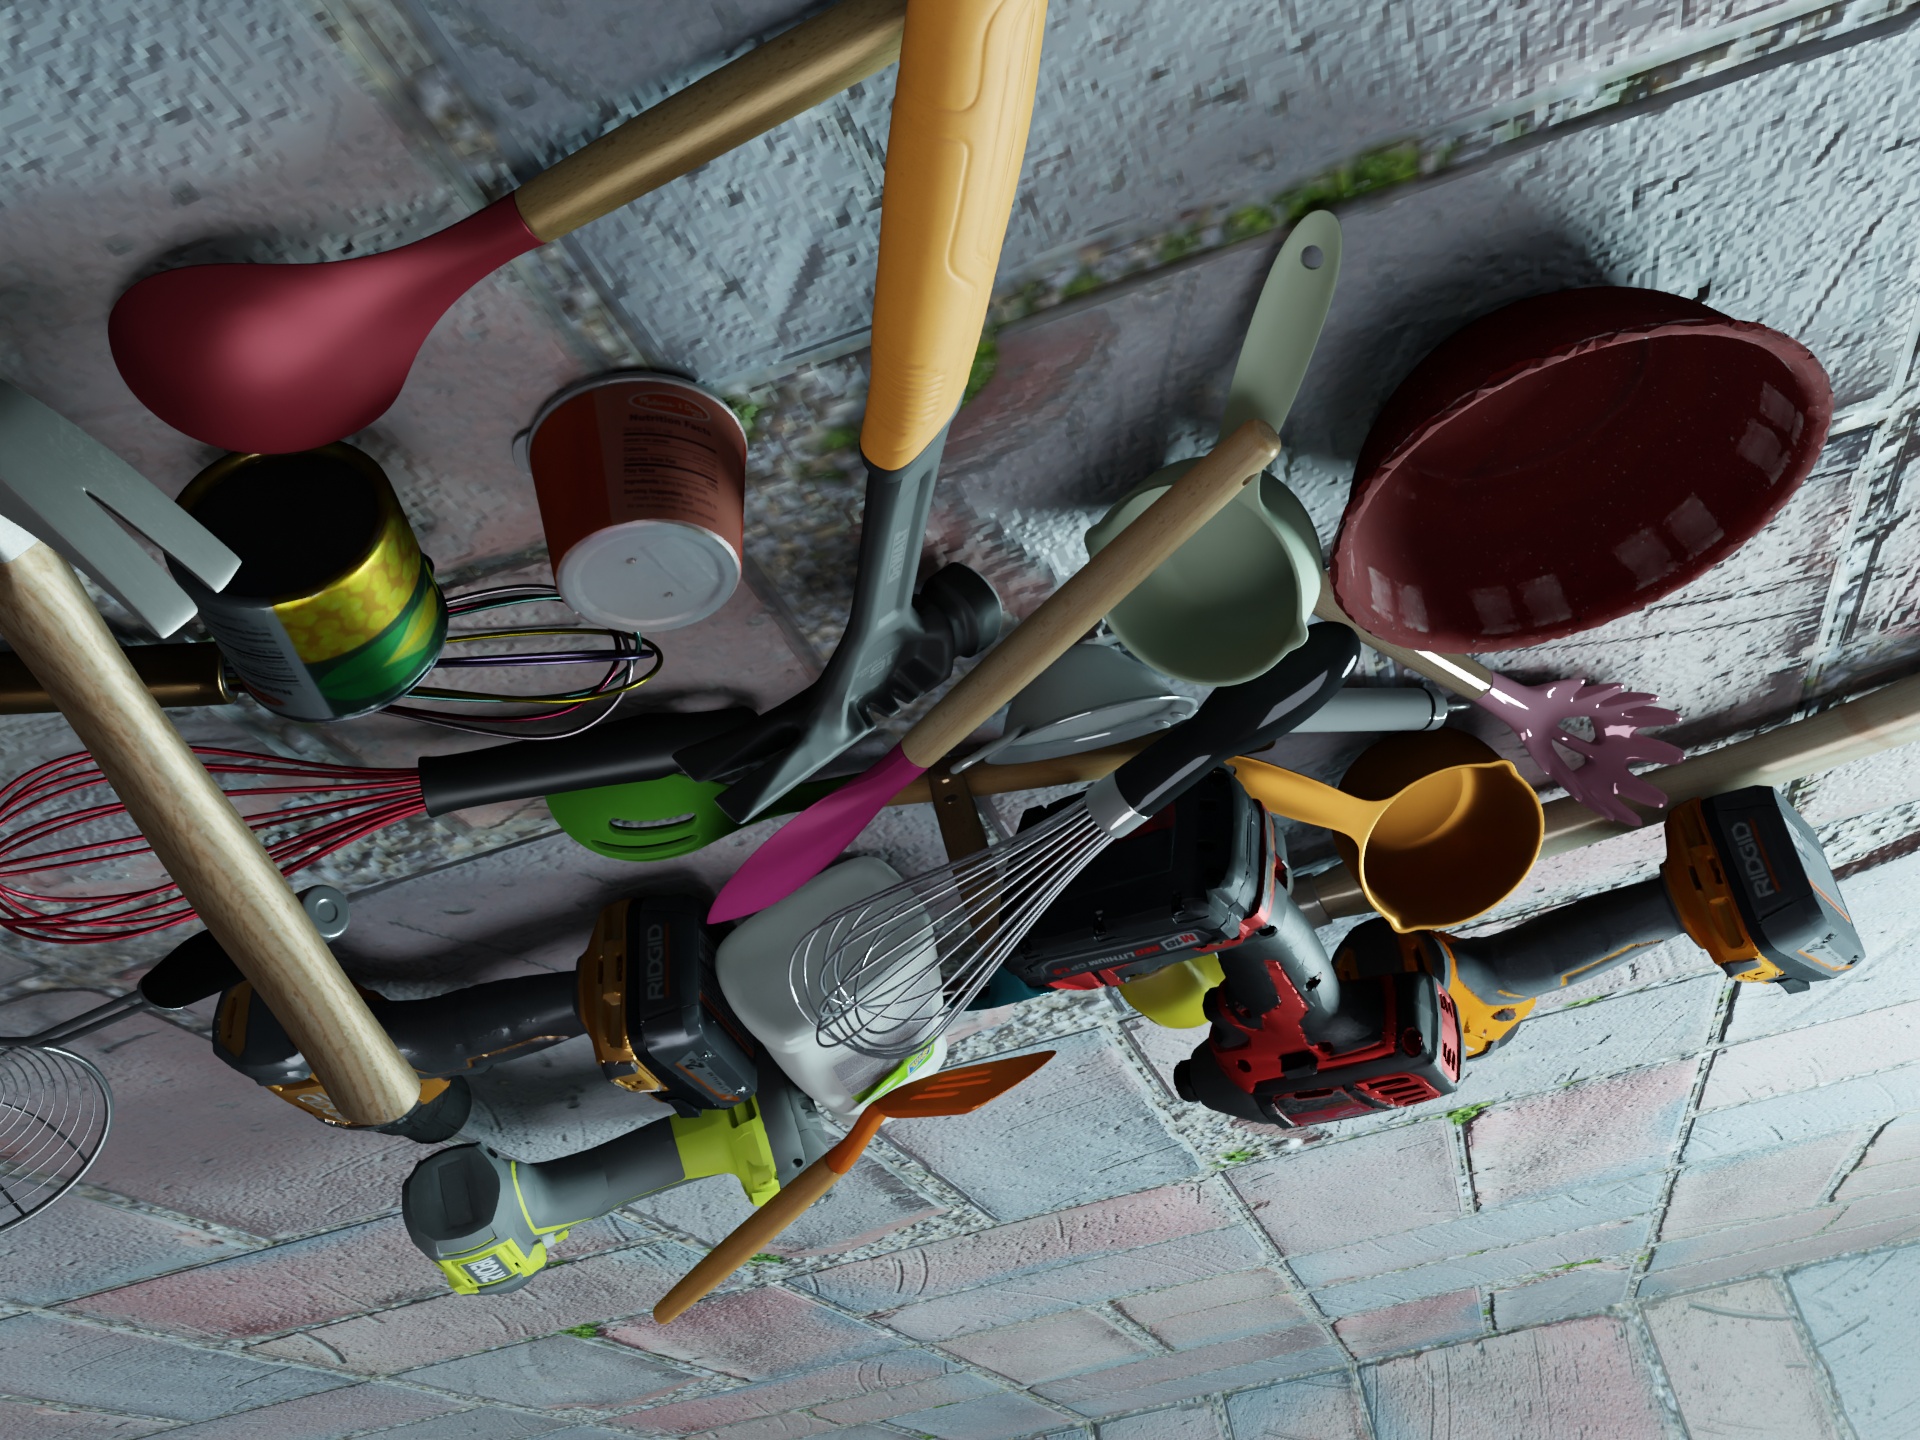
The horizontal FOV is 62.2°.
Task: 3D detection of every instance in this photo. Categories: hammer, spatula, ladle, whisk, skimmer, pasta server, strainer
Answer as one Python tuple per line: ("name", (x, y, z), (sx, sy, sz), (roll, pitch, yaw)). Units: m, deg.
("hammer", (-0.016, -0.094, 0.421), (0.127, 0.034, 0.336), (-37, 160, -28))
("spatula", (0.011, 0.090, 0.764), (0.082, 0.044, 0.317), (-11, 149, 2))
("hammer", (0.341, 0.045, 0.805), (0.410, 0.038, 0.146), (-20, 148, 14))
("ladle", (-0.085, -0.138, 0.399), (0.315, 0.031, 0.069), (-22, 147, 15))
("whisk", (-0.220, 0.028, 0.595), (0.296, 0.073, 0.073), (-11, 149, -11))
("hammer", (-0.240, 0.031, 0.499), (0.130, 0.031, 0.331), (10, 138, 18))
("skimmer", (-0.374, 0.159, 0.688), (0.363, 0.090, 0.127), (-23, 156, 33))
("spatula", (-0.076, 0.259, 0.862), (0.322, 0.041, 0.081), (-46, 164, 30))
("pasta server", (0.205, -0.023, 0.656), (0.316, 0.060, 0.040), (22, 179, -38))
("strainer", (0.109, -0.006, 0.654), (0.258, 0.050, 0.087), (-1, 165, -27))
("whisk", (0.036, 0.049, 0.613), (0.284, 0.070, 0.070), (-39, 139, 26))
("whisk", (-0.224, -0.016, 0.534), (0.245, 0.047, 0.051), (-3, 149, -6))

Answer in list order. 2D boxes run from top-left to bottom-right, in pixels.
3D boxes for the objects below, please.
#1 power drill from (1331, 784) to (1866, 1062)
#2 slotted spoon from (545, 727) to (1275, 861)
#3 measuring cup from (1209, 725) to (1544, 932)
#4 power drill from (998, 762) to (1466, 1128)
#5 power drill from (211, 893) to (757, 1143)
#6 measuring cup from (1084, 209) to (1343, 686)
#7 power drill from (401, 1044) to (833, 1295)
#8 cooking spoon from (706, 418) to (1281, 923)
("power drill", (0.324, 0.118, 0.812), (0.226, 0.084, 0.164), (-26, 149, 30))
("slotted spoon", (-0.016, 0.025, 0.678), (0.313, 0.031, 0.070), (-7, 150, -8))
("measuring cup", (0.177, 0.033, 0.718), (0.173, 0.052, 0.095), (18, 113, -17))
("power drill", (0.119, 0.117, 0.719), (0.143, 0.079, 0.219), (-20, 133, 33))
("power drill", (-0.217, 0.160, 0.785), (0.226, 0.084, 0.185), (-9, 151, 5))
("measuring cup", (0.095, -0.088, 0.516), (0.083, 0.038, 0.167), (27, 129, 16))
("power drill", (-0.191, 0.268, 0.921), (0.223, 0.080, 0.171), (-15, 152, -13))
("cooking spoon", (-0.001, -0.002, 0.576), (0.068, 0.017, 0.319), (-19, 162, -50))
